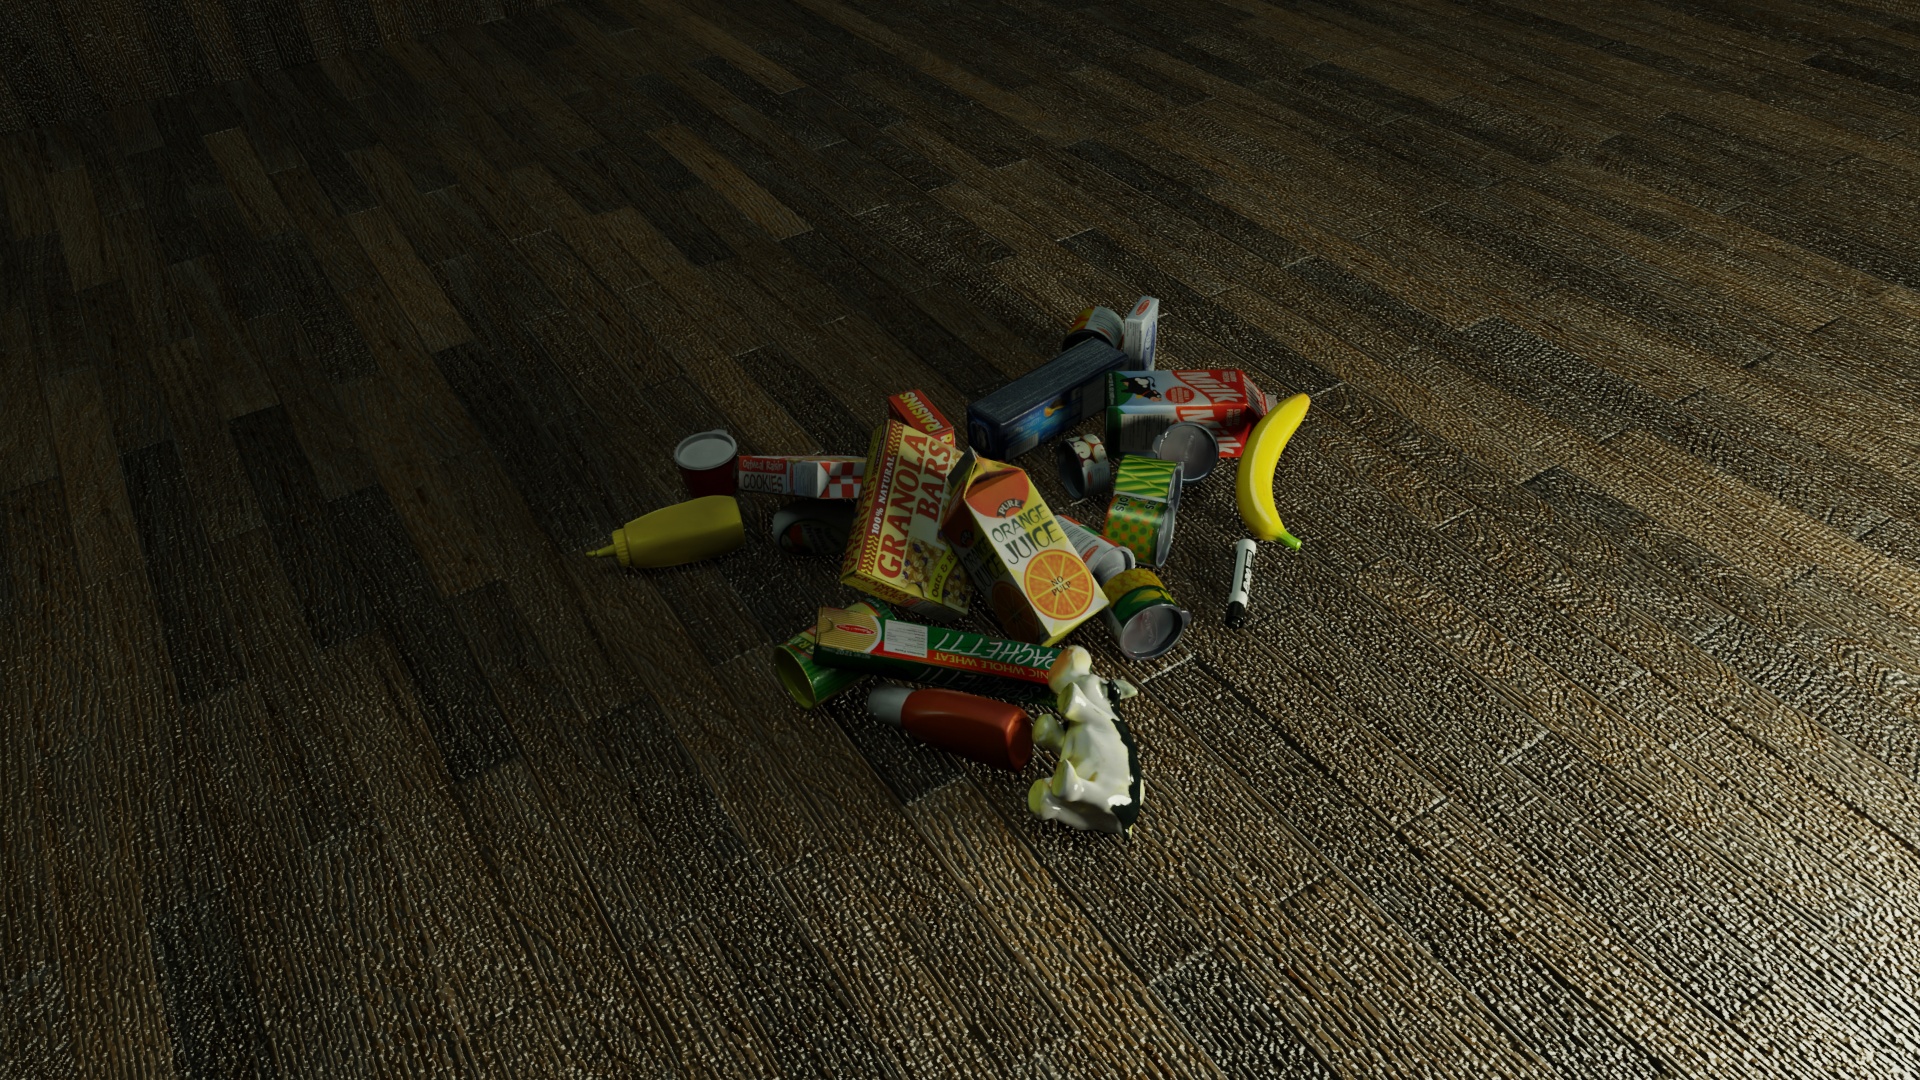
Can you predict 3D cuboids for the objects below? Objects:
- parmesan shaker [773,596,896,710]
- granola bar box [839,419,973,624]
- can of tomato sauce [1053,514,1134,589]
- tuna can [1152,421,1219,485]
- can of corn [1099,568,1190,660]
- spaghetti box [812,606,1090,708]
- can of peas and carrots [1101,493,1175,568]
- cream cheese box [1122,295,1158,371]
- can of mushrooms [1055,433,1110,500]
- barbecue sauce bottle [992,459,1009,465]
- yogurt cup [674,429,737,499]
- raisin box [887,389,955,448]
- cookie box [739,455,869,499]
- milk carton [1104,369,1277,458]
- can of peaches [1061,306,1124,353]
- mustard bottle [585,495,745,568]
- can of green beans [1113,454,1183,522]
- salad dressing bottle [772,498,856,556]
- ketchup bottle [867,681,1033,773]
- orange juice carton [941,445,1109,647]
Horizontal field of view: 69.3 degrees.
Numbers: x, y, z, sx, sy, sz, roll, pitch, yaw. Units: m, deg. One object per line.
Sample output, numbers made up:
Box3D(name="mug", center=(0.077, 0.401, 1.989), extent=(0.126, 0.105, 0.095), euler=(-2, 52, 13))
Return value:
Box3D(name="parmesan shaker", center=(-0.112, 0.102, 1.274), extent=(0.103, 0.071, 0.071), euler=(-29, 45, -28))
Box3D(name="granola bar box", center=(-0.039, -0.018, 1.335), extent=(0.124, 0.039, 0.166), euler=(24, 61, -26))
Box3D(name="can of tomato sauce", center=(0.117, 0.021, 1.350), extent=(0.071, 0.070, 0.083), euler=(-31, 42, -29))
Box3D(name="tuna can", center=(0.238, -0.093, 1.478), extent=(0.071, 0.071, 0.033), euler=(-1, -6, 5))
Box3D(name="can of corn", center=(0.169, 0.067, 1.289), extent=(0.071, 0.070, 0.058), euler=(-15, 40, -12))
Box3D(name="spaghetti box", center=(-0.006, 0.106, 1.232), extent=(0.250, 0.028, 0.050), euler=(11, 38, -9))
Box3D(name="can of peas and carrots", center=(0.177, -0.012, 1.383), extent=(0.059, 0.070, 0.071), euler=(11, 42, 19))
Box3D(name="cream cheese box", center=(0.208, -0.227, 1.618), extent=(0.024, 0.103, 0.054), euler=(17, 45, 21))
Box3D(name="can of mushrooms", center=(0.130, -0.080, 1.473), extent=(0.033, 0.070, 0.071), euler=(-16, 40, -15))
Box3D(name="barbecue sauce bottle", center=(0.005, -0.018, 1.417), extent=(0.149, 0.065, 0.043), euler=(-42, 11, -28))
Box3D(name="yogurt cup", center=(-0.275, -0.079, 1.518), extent=(0.072, 0.053, 0.073), euler=(-3, 39, 2))
Box3D(name="raisin box", center=(-0.039, -0.084, 1.449), extent=(0.040, 0.122, 0.086), euler=(-19, 42, -18))
Box3D(name="cookie box", center=(-0.135, -0.065, 1.420), extent=(0.123, 0.040, 0.167), euler=(-2, 6, -36))
Box3D(name="milk carton", center=(0.255, -0.140, 1.531), extent=(0.191, 0.073, 0.073), euler=(0, 40, 4))
Box3D(name="can of peaches", center=(0.159, -0.238, 1.668), extent=(0.071, 0.071, 0.058), euler=(9, 41, 16))
Box3D(name="mustard bottle", center=(-0.305, -0.003, 1.432), extent=(0.160, 0.048, 0.065), euler=(-13, 40, -10))
Box3D(name="can of green beans", center=(0.194, -0.053, 1.435), extent=(0.058, 0.071, 0.071), euler=(11, 41, 18))
Box3D(name="salad dressing bottle", center=(-0.115, -0.016, 1.406), extent=(0.147, 0.064, 0.044), euler=(-6, 42, 17))
Box3D(name="ketchup bottle", center=(-0.011, 0.156, 1.203), extent=(0.149, 0.064, 0.044), euler=(11, 46, 31))
Box3D(name="orange juice carton", center=(0.048, 0.005, 1.298), extent=(0.073, 0.071, 0.193), euler=(-28, 80, -27))
